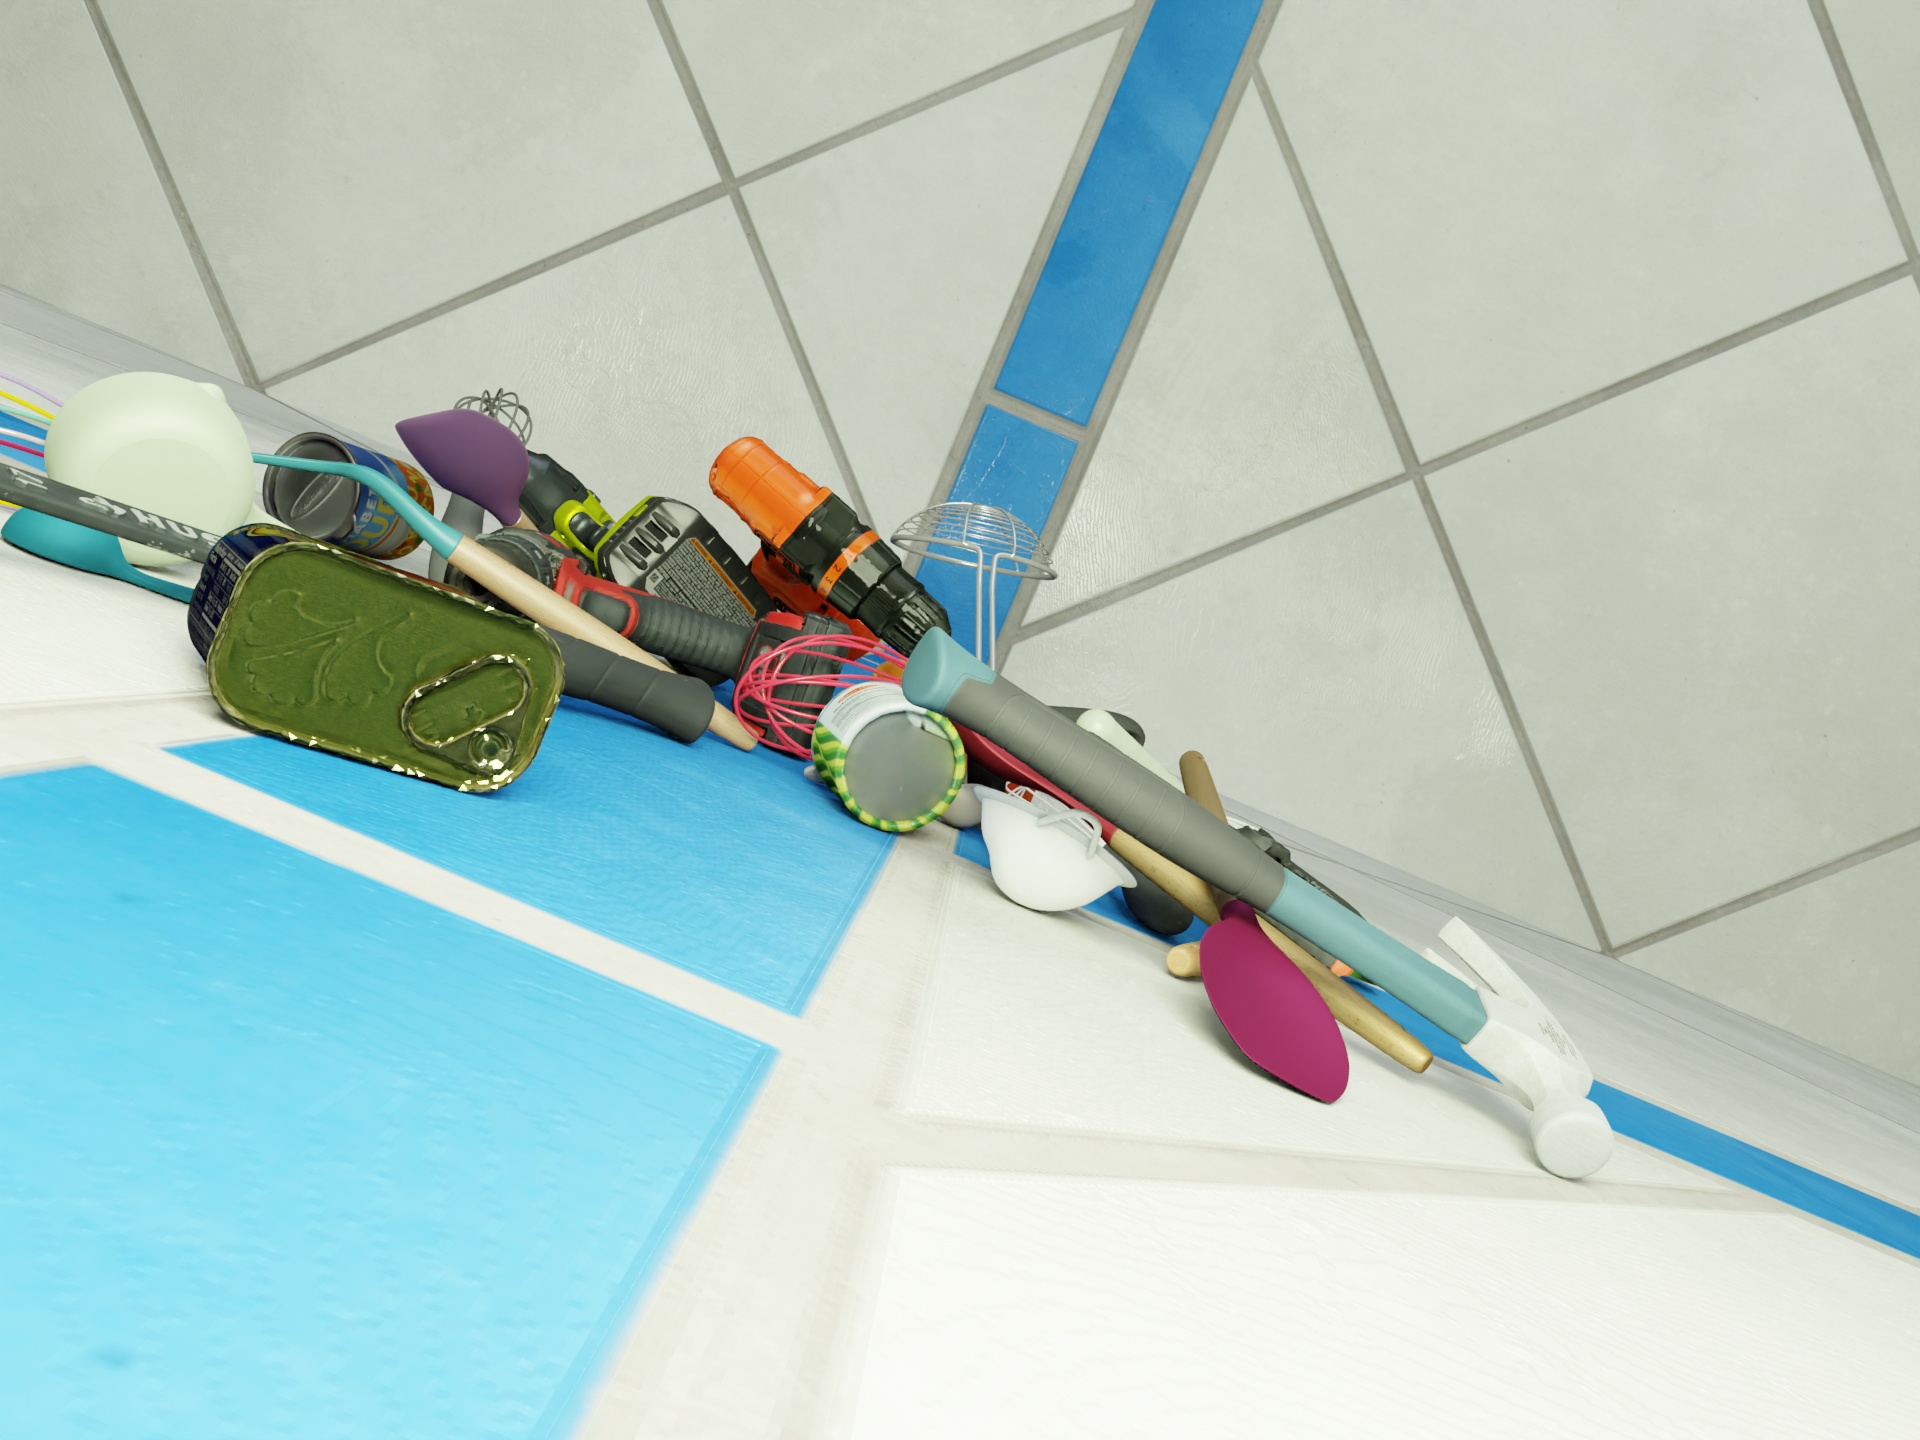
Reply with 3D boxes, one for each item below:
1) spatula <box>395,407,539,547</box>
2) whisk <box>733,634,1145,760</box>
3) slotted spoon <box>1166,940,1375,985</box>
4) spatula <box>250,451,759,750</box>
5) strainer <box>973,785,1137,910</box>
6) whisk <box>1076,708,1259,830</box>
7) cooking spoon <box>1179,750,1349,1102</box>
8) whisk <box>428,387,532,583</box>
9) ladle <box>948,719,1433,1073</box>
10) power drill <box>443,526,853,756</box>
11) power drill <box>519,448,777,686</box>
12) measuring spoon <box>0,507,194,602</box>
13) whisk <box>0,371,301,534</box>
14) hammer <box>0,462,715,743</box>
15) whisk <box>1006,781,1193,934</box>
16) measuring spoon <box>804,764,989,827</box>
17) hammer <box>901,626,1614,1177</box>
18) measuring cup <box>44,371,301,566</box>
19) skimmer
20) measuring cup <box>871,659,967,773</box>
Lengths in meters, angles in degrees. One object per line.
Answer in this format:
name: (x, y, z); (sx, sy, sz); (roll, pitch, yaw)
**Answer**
spatula: (-0.274, -0.119, 1.002); (0.060, 0.018, 0.315); (-12, -17, -2)
whisk: (-0.001, -0.003, 0.908); (0.295, 0.073, 0.073); (8, 12, -39)
slotted spoon: (0.168, 0.123, 0.840); (0.070, 0.031, 0.313); (28, 7, 27)
spatula: (-0.235, -0.062, 0.788); (0.317, 0.044, 0.082); (35, -7, -24)
strainer: (0.033, 0.062, 0.794); (0.087, 0.050, 0.258); (33, -3, -3)
whisk: (0.143, 0.058, 1.003); (0.058, 0.059, 0.246); (1, -28, 41)
cooking spoon: (0.121, 0.076, 0.715); (0.068, 0.017, 0.319); (30, 18, -9)
whisk: (-0.317, -0.150, 1.038); (0.055, 0.055, 0.239); (21, 35, -22)
ladle: (0.097, 0.069, 0.771); (0.316, 0.031, 0.069); (37, 11, 35)
power drill: (-0.181, -0.053, 0.914); (0.226, 0.080, 0.188); (19, 3, -7)
power drill: (-0.241, -0.117, 1.130); (0.223, 0.080, 0.171); (26, -21, 47)
measuring spoon: (-0.301, -0.058, 0.621); (0.128, 0.021, 0.042); (20, 4, -23)
whisk: (-0.348, -0.088, 0.715); (0.244, 0.051, 0.047); (25, 21, -54)
hammer: (-0.244, -0.050, 0.642); (0.149, 0.036, 0.408); (39, 10, 34)
whisk: (0.079, 0.067, 0.930); (0.070, 0.070, 0.285); (22, 8, -16)
measuring spoon: (-0.032, 0.042, 0.868); (0.124, 0.034, 0.018); (13, 53, -37)
hammer: (0.118, 0.063, 0.660); (0.331, 0.033, 0.128); (33, 19, -4)
measuring cup: (-0.301, -0.077, 0.674); (0.167, 0.083, 0.038); (42, 4, -44)
skimmer: (0.010, -0.039, 1.080); (0.127, 0.090, 0.364); (13, 39, -10)
measuring cup: (0.014, 0.015, 1.081); (0.173, 0.052, 0.095); (18, 26, -14)
